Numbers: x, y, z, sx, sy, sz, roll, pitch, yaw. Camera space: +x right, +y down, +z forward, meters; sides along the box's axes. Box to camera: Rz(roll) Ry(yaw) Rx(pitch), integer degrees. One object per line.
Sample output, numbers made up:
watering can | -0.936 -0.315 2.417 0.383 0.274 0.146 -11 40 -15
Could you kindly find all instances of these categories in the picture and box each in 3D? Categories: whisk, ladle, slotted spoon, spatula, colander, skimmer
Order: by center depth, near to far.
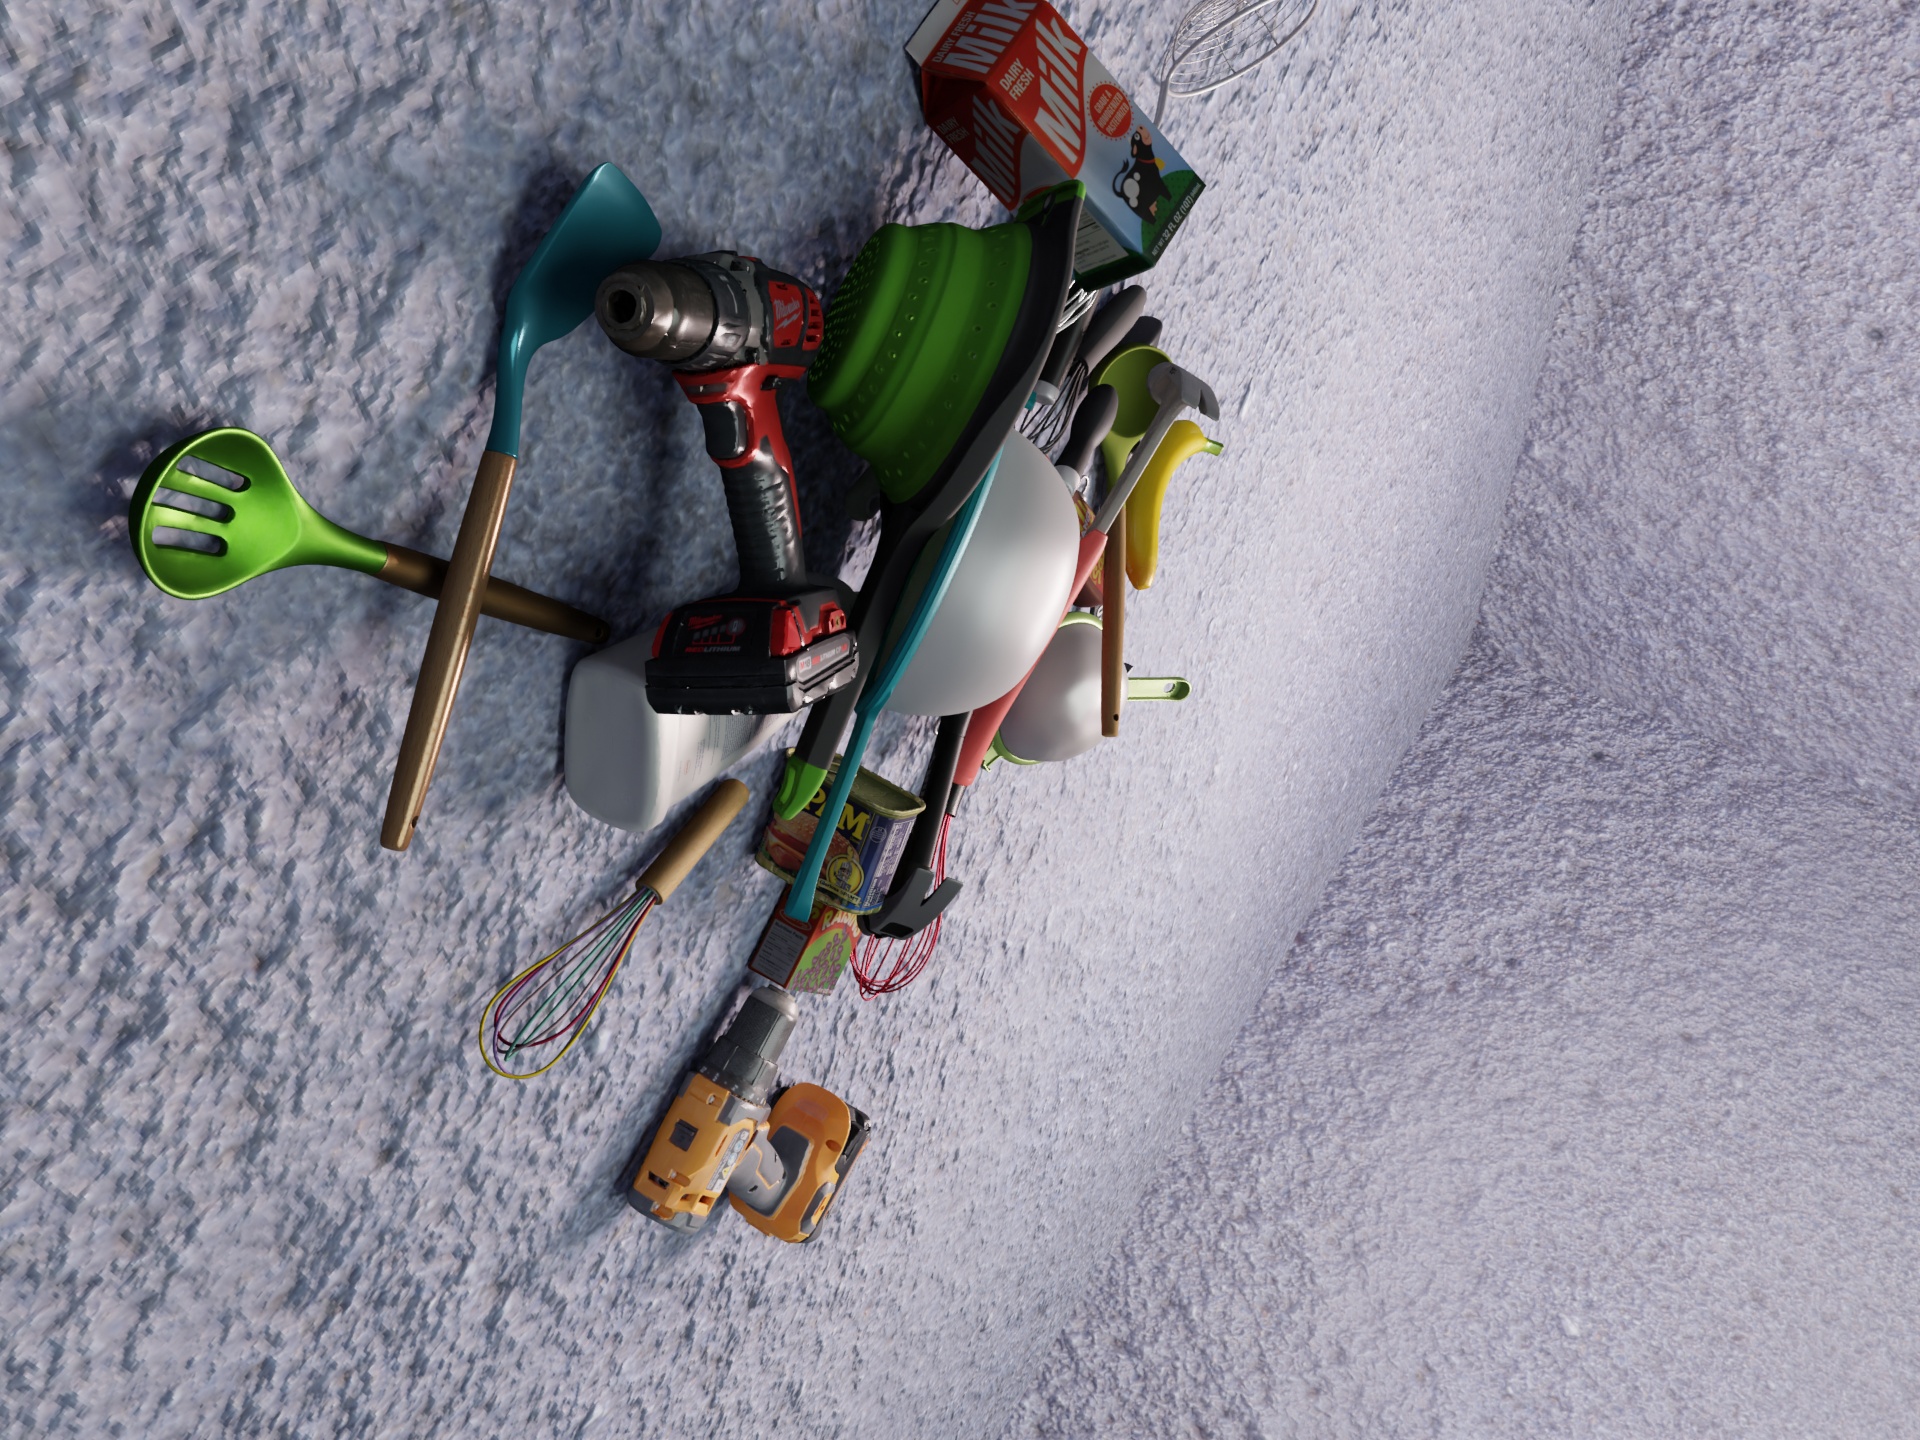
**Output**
slotted spoon | -0.249 -0.066 0.719 0.070 0.031 0.313 -68 159 1
spatula | -0.206 -0.094 0.720 0.082 0.044 0.317 43 61 -80
colander | -0.057 -0.140 0.911 0.397 0.094 0.205 -67 -161 1
whisk | -0.206 0.118 0.973 0.245 0.047 0.051 -53 166 -37
whisk | 0.008 -0.226 1.039 0.246 0.059 0.057 -48 150 -1
skimmer | 0.155 -0.384 1.160 0.127 0.090 0.363 146 -32 -82
whisk | 0.064 -0.153 1.164 0.070 0.070 0.285 81 29 -52
whisk | 0.088 -0.269 1.218 0.239 0.055 0.055 -54 154 -36
ladle | 0.130 -0.145 1.253 0.078 0.062 0.320 13 73 -34
whisk | -0.022 0.094 1.322 0.296 0.073 0.073 -68 157 -10

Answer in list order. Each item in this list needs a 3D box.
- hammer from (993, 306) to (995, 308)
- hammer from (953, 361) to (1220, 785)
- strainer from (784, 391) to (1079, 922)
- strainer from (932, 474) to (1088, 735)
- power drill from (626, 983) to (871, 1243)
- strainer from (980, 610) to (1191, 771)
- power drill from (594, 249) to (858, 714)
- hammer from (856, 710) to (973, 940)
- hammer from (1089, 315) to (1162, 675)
hammer | 0.030 -0.279 1.099 0.128 0.033 0.331 -6 118 -62
hammer | 0.080 -0.100 1.192 0.359 0.036 0.149 -59 -169 18
strainer | -0.007 -0.026 0.983 0.211 0.095 0.340 158 -46 -76
strainer | 0.052 -0.096 1.312 0.086 0.050 0.258 43 68 -46
power drill | -0.149 0.309 1.232 0.185 0.084 0.226 -62 152 -11
strainer | 0.137 -0.016 1.433 0.256 0.069 0.151 -2 118 -42
power drill | -0.117 -0.118 0.790 0.188 0.080 0.226 -35 123 -71
hammer | -0.002 -0.004 1.177 0.146 0.035 0.335 147 -39 -67
hammer | 0.136 -0.164 1.431 0.149 0.036 0.408 -41 146 -46
